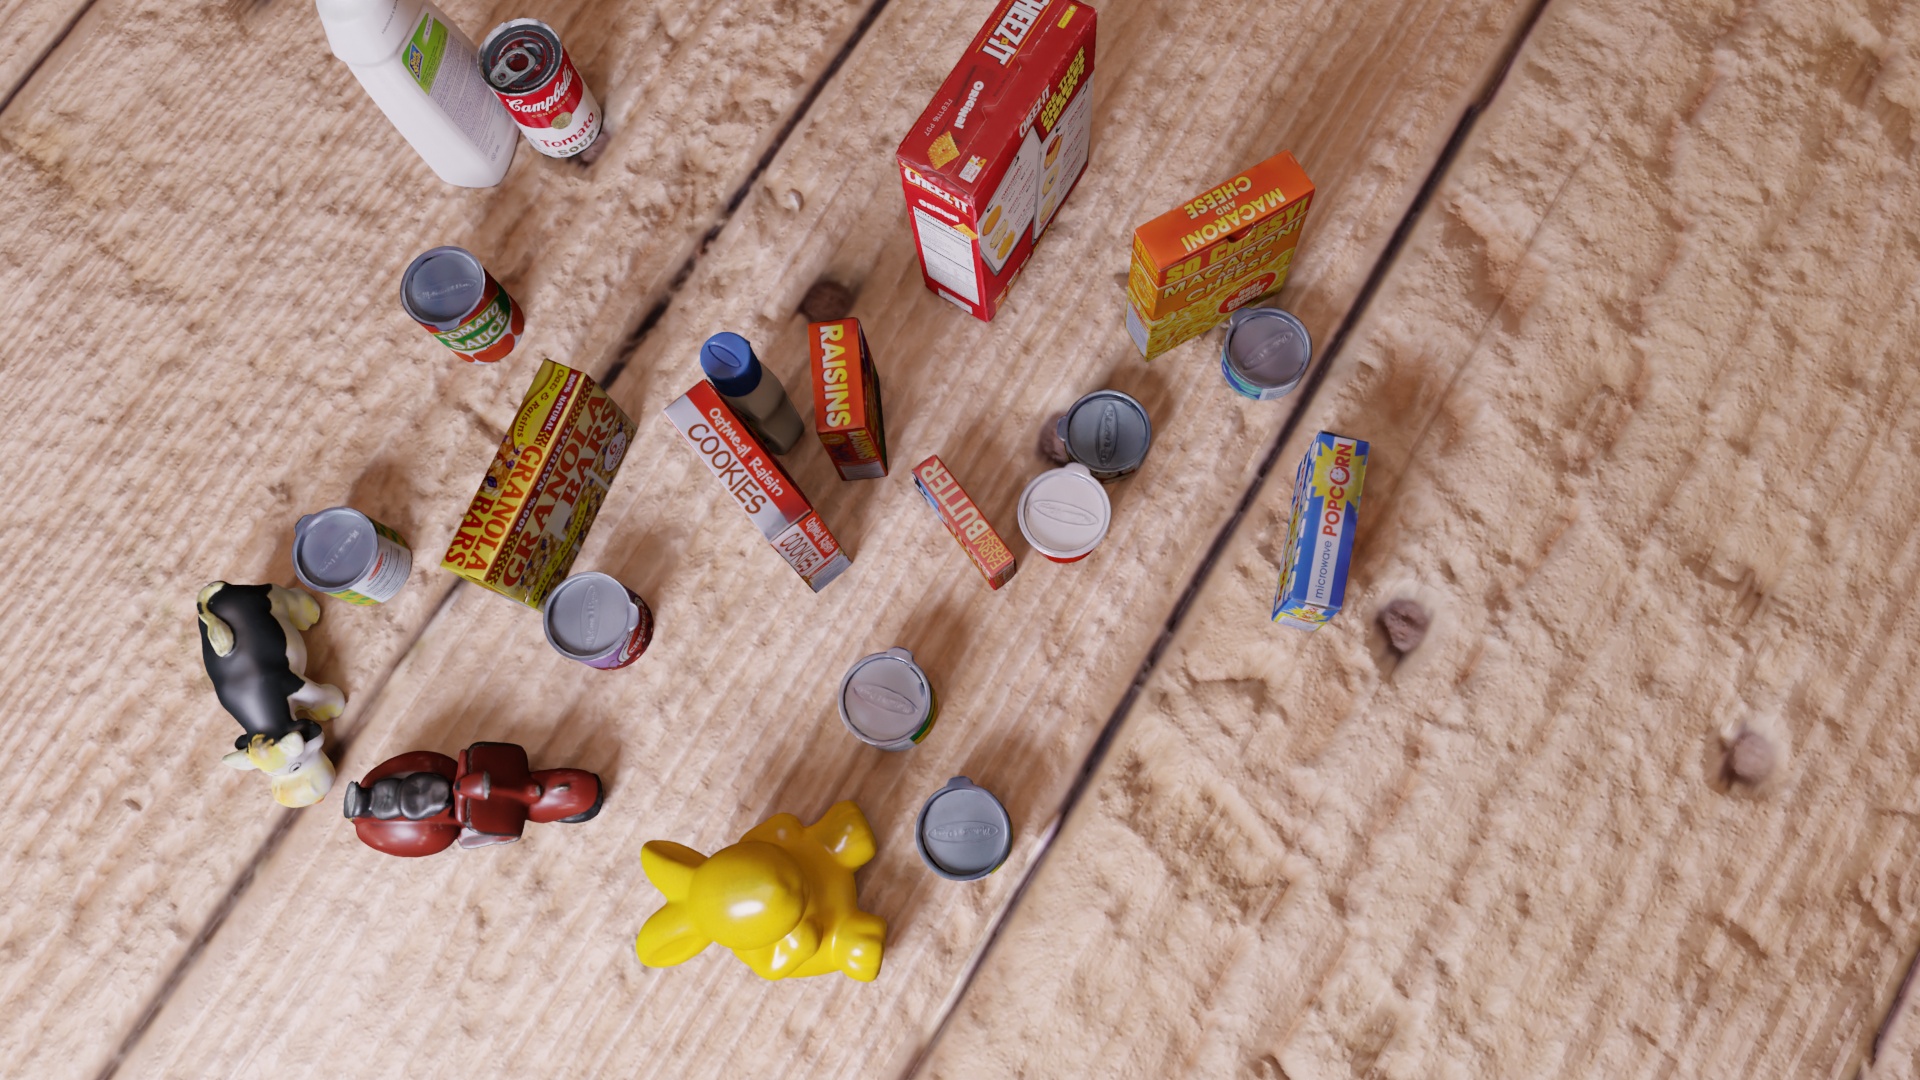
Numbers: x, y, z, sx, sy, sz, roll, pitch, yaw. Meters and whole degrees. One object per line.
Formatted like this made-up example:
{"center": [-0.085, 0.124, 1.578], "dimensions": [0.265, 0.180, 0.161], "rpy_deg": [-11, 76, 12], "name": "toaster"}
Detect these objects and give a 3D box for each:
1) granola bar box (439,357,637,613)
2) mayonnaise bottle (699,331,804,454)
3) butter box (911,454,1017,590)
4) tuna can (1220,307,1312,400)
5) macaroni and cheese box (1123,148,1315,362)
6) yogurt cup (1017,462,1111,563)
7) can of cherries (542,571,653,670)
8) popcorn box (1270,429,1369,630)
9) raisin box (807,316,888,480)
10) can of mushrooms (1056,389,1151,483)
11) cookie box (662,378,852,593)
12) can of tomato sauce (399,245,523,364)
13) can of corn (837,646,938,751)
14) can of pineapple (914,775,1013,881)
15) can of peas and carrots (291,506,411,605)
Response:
{"center": [-0.306, -0.036, 1.028], "dimensions": [0.039, 0.124, 0.166], "rpy_deg": [21, 78, 9], "name": "granola bar box"}
{"center": [-0.157, -0.110, 1.023], "dimensions": [0.065, 0.147, 0.041], "rpy_deg": [34, 81, 11], "name": "mayonnaise bottle"}
{"center": [0.004, -0.013, 1.036], "dimensions": [0.024, 0.053, 0.103], "rpy_deg": [-36, 76, -5], "name": "butter box"}
{"center": [0.232, -0.144, 1.063], "dimensions": [0.071, 0.032, 0.071], "rpy_deg": [-1, 76, 4], "name": "tuna can"}
{"center": [0.185, -0.202, 1.013], "dimensions": [0.124, 0.166, 0.040], "rpy_deg": [-28, 76, -3], "name": "macaroni and cheese box"}
{"center": [0.077, -0.015, 1.030], "dimensions": [0.072, 0.054, 0.072], "rpy_deg": [-1, 76, 4], "name": "yogurt cup"}
{"center": [-0.266, 0.062, 1.033], "dimensions": [0.071, 0.058, 0.071], "rpy_deg": [-1, 76, 4], "name": "can of cherries"}
{"center": [0.258, -0.005, 0.998], "dimensions": [0.038, 0.085, 0.127], "rpy_deg": [12, 77, 7], "name": "popcorn box"}
{"center": [-0.082, -0.102, 1.029], "dimensions": [0.040, 0.123, 0.086], "rpy_deg": [-6, 76, 3], "name": "raisin box"}
{"center": [0.109, -0.079, 1.055], "dimensions": [0.071, 0.033, 0.071], "rpy_deg": [-1, 76, 4], "name": "can of mushrooms"}
{"center": [-0.140, -0.035, 0.993], "dimensions": [0.040, 0.167, 0.123], "rpy_deg": [-40, 77, -6], "name": "cookie box"}
{"center": [-0.389, -0.182, 1.093], "dimensions": [0.071, 0.083, 0.071], "rpy_deg": [-1, 76, 4], "name": "can of tomato sauce"}
{"center": [-0.050, 0.115, 1.004], "dimensions": [0.071, 0.058, 0.071], "rpy_deg": [-1, 76, 4], "name": "can of corn"}
{"center": [0.004, 0.204, 0.977], "dimensions": [0.071, 0.057, 0.071], "rpy_deg": [-1, 76, 4], "name": "can of pineapple"}
{"center": [-0.466, 0.012, 1.061], "dimensions": [0.071, 0.058, 0.071], "rpy_deg": [-1, 76, 4], "name": "can of peas and carrots"}
